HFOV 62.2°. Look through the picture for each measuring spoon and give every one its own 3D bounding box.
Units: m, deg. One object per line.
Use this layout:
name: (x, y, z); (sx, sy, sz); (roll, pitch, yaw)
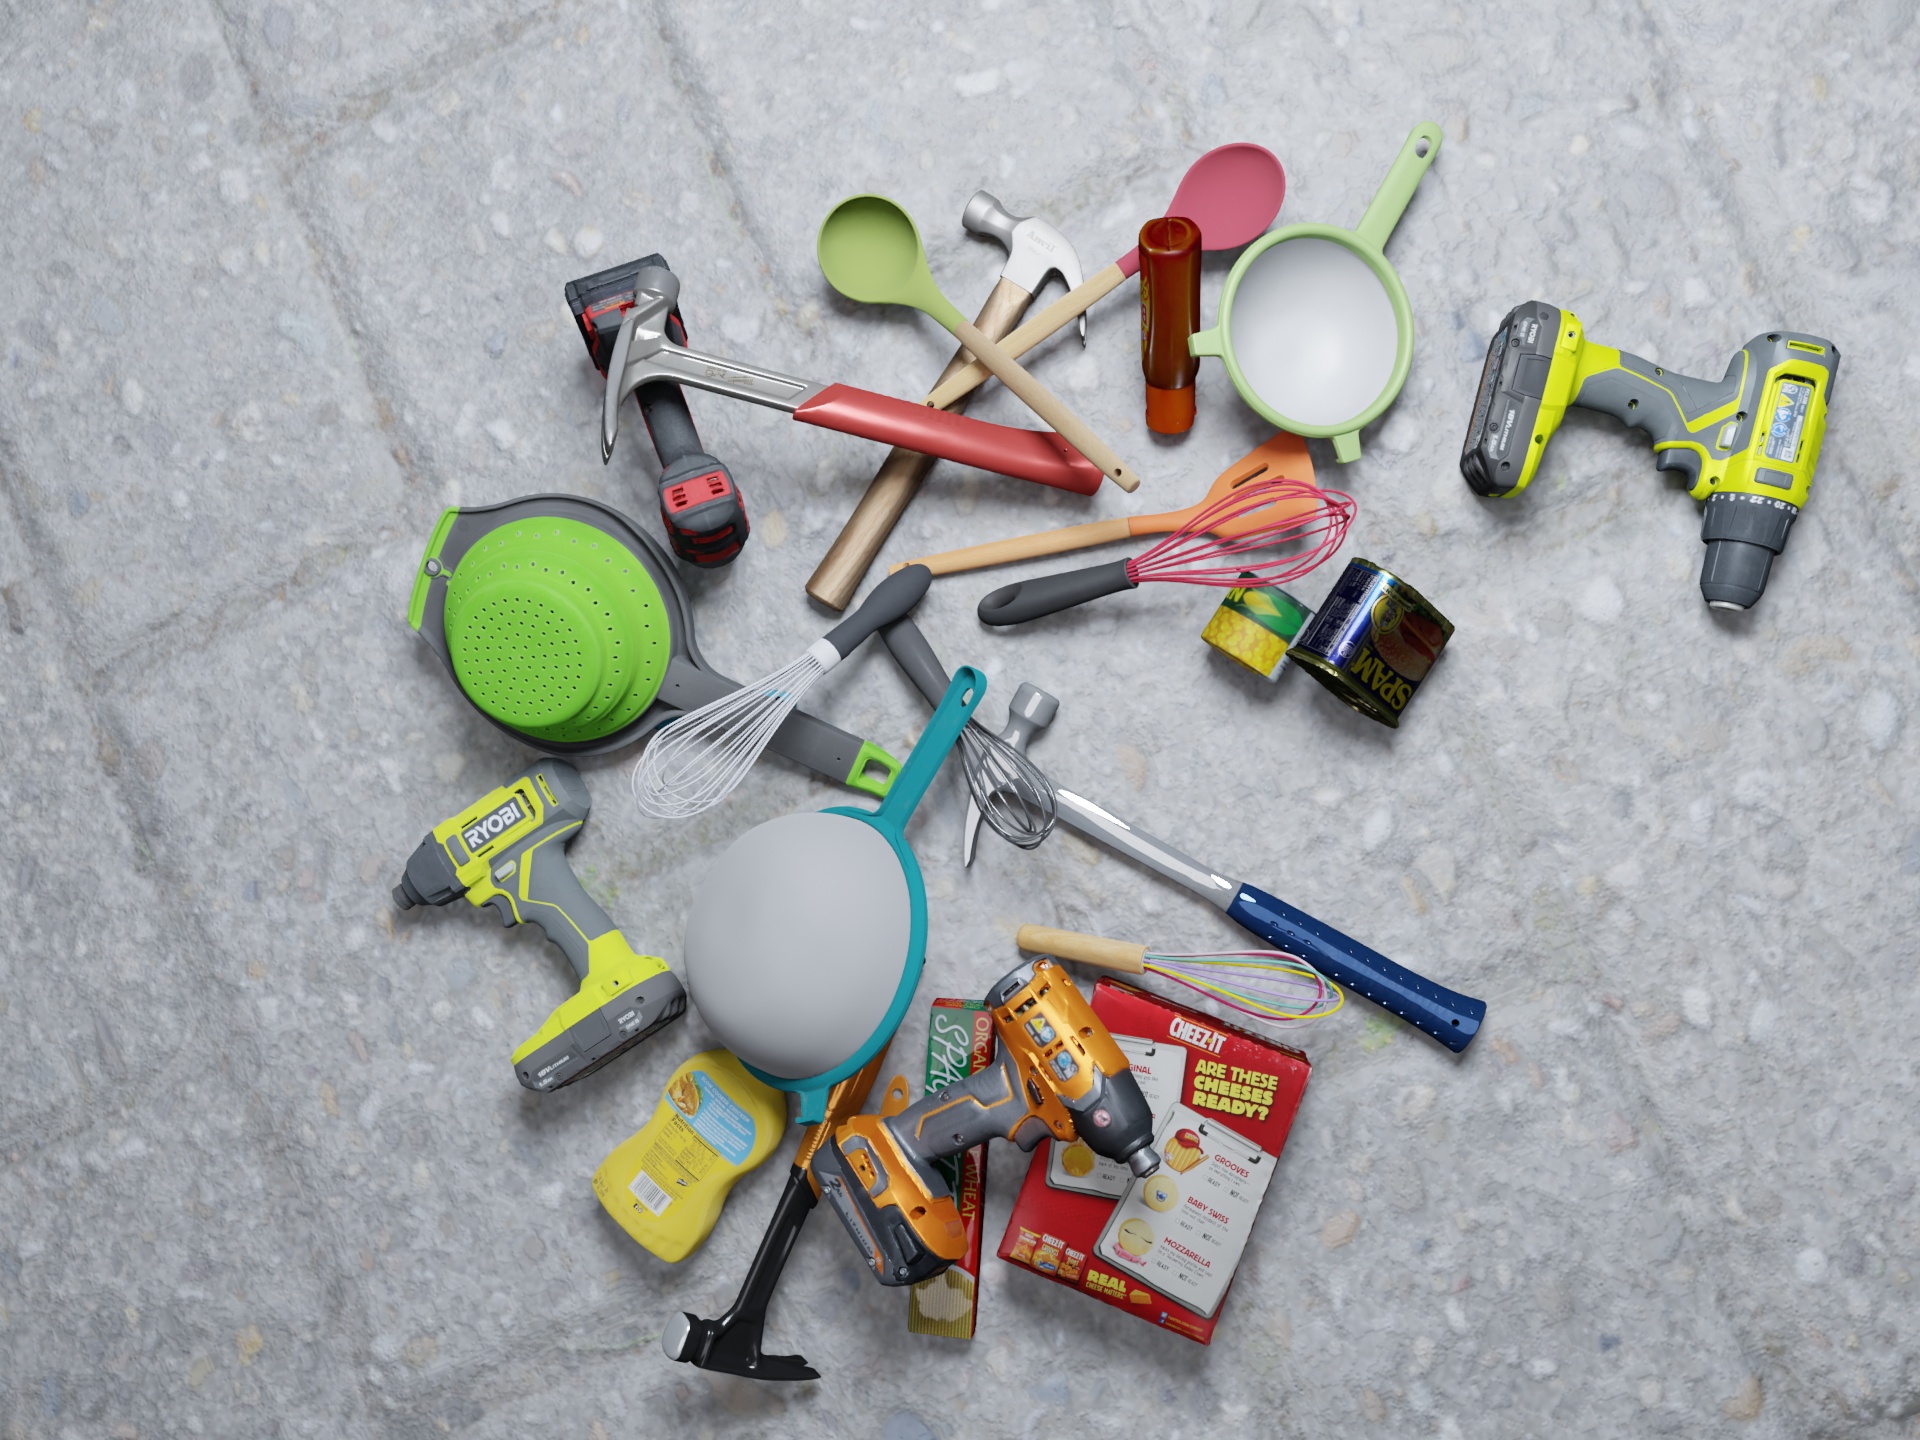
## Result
measuring spoon: (-0.055, 0.328, 1.215); (0.021, 0.011, 0.117); (9, 87, 10)
measuring spoon: (-0.191, -0.014, 1.234); (0.128, 0.021, 0.042); (-1, 89, 10)

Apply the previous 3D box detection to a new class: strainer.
strainer: (-0.097, 0.099, 1.125); (0.211, 0.095, 0.340); (38, 100, 45)
strainer: (0.270, -0.319, 1.152); (0.151, 0.069, 0.256); (32, 81, -13)

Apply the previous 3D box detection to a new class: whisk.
whisk: (0.140, -0.111, 1.136); (0.296, 0.073, 0.073); (-13, 87, 29)
whisk: (-0.123, -0.026, 1.147); (0.284, 0.070, 0.070); (-41, 83, -23)
whisk: (-0.002, -0.004, 1.171); (0.055, 0.055, 0.239); (-38, 66, 6)
whisk: (0.152, 0.177, 1.140); (0.245, 0.051, 0.047); (8, 57, 26)

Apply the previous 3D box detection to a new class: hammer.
hammer: (-0.070, -0.210, 1.134); (0.359, 0.036, 0.149); (13, 68, -13)
hammer: (-0.100, 0.327, 1.191); (0.127, 0.034, 0.337); (27, 84, -33)
hammer: (-0.016, -0.229, 1.208); (0.130, 0.031, 0.331); (32, 94, 8)
hammer: (0.188, 0.130, 1.168); (0.405, 0.035, 0.144); (29, 93, 8)

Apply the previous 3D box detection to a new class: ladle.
ladle: (0.012, -0.268, 1.140); (0.320, 0.062, 0.078); (47, 109, 22)
ladle: (0.096, -0.312, 1.162); (0.315, 0.031, 0.069); (-33, 95, 9)

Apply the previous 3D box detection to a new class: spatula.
spatula: (0.101, -0.145, 1.184); (0.322, 0.041, 0.081); (-10, 64, 10)

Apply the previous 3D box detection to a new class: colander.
colander: (-0.232, -0.025, 1.174); (0.397, 0.094, 0.204); (25, 109, -2)

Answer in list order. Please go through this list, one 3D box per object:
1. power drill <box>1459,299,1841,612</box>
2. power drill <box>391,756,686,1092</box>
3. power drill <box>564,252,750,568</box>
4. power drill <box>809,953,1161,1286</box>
power drill: (0.478, -0.189, 1.112); (0.228, 0.080, 0.190); (14, 91, 6)
power drill: (-0.327, 0.164, 1.227); (0.171, 0.080, 0.223); (-34, 81, 7)
power drill: (-0.217, -0.220, 1.189); (0.078, 0.143, 0.220); (-21, 80, -7)
power drill: (0.023, 0.294, 1.106); (0.226, 0.084, 0.164); (-42, 67, 11)
